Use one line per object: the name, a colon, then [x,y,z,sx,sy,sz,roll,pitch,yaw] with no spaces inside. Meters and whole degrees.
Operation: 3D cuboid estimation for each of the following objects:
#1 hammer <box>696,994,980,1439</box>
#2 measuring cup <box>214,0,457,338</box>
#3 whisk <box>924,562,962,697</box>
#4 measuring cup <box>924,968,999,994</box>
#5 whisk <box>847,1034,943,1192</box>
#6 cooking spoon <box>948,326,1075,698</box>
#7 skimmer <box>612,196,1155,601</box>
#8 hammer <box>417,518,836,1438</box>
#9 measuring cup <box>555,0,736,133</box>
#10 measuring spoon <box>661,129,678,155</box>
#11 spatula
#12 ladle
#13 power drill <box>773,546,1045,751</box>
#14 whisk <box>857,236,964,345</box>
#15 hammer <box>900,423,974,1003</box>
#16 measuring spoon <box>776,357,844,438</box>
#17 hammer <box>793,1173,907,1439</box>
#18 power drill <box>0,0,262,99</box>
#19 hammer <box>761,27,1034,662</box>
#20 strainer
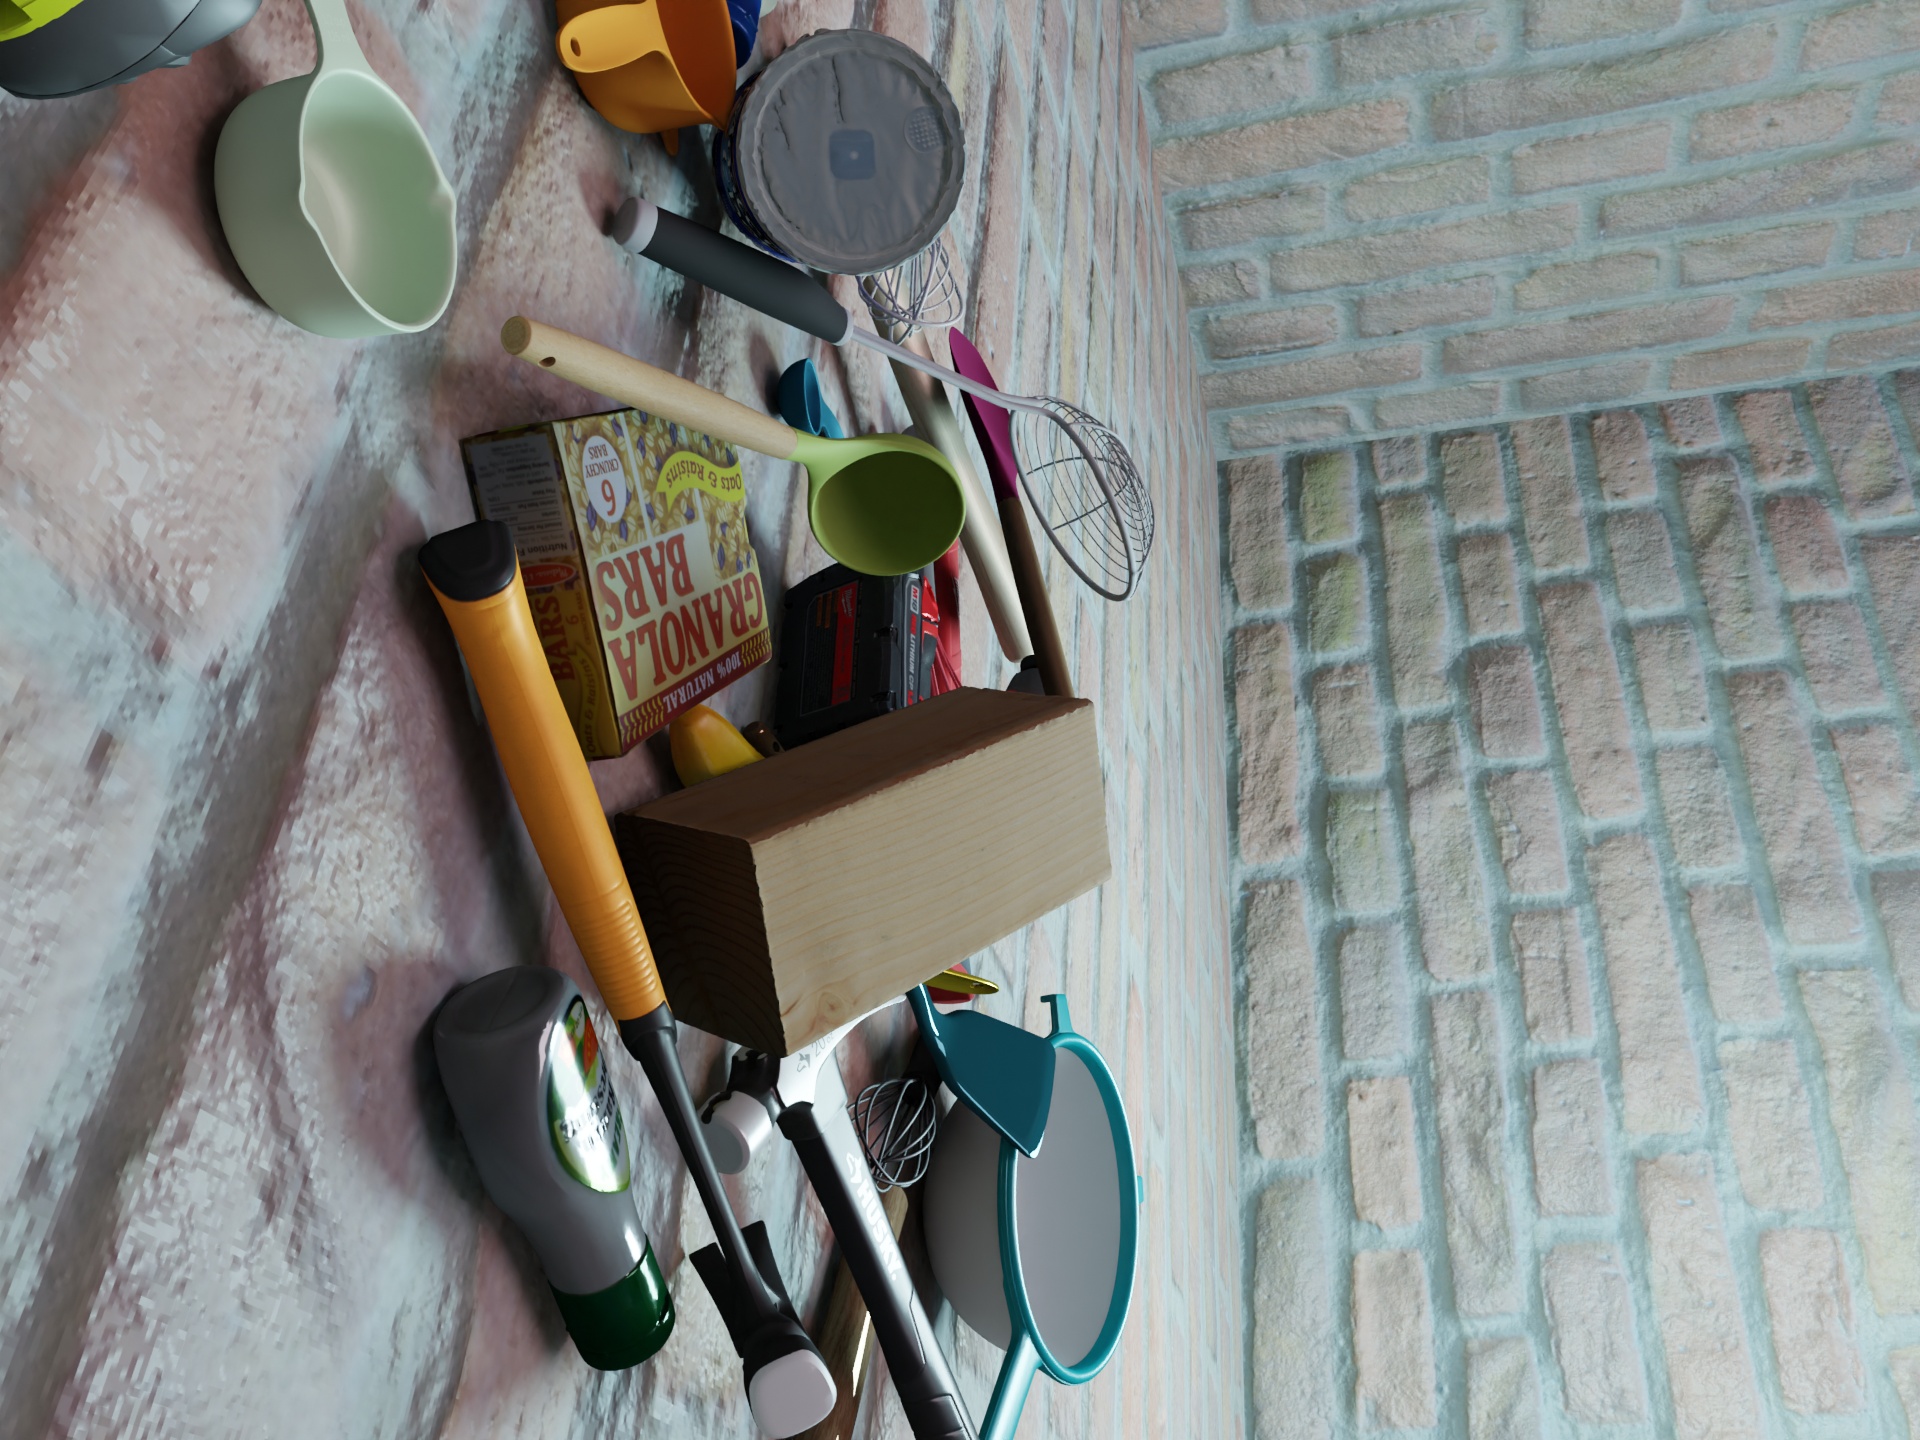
hammer: [-0.027,0.290,0.774,0.146,0.035,0.334,-44,118,-57]
measuring cup: [-0.196,-0.194,0.461,0.083,0.038,0.167,-57,137,-67]
whisk: [-0.022,-0.045,1.010,0.073,0.073,0.296,43,37,-68]
measuring cup: [-0.035,0.113,0.818,0.156,0.062,0.029,25,52,-41]
whisk: [-0.028,0.214,0.927,0.239,0.055,0.055,-33,116,-79]
cooking spoon: [0.034,-0.109,0.953,0.068,0.017,0.319,32,39,-54]
skimmer: [-0.029,-0.154,0.816,0.363,0.090,0.127,16,23,-41]
hammer: [-0.122,0.090,0.579,0.127,0.034,0.336,27,-44,68]
measuring cup: [-0.146,-0.280,0.651,0.174,0.052,0.095,-65,147,-59]
measuring spoon: [-0.149,-0.323,0.740,0.021,0.011,0.116,-67,151,-60]
spatula: [-0.030,0.117,0.864,0.317,0.044,0.082,61,30,-34]
ladle: [-0.082,-0.111,0.666,0.062,0.078,0.320,66,19,11]
power drill: [-0.001,-0.003,0.895,0.219,0.078,0.143,32,51,-45]
whisk: [-0.026,-0.288,0.908,0.247,0.059,0.057,-90,-163,-47]
hammer: [-0.007,0.000,1.089,0.143,0.038,0.386,49,38,-68]
measuring spoon: [-0.085,-0.170,0.914,0.128,0.021,0.042,54,33,-79]
hammer: [-0.068,0.355,0.744,0.332,0.031,0.130,-74,153,-55]
power drill: [-0.230,-0.240,0.278,0.228,0.080,0.191,31,55,-68]
hammer: [-0.027,-0.206,0.985,0.146,0.038,0.410,-75,147,-54]
strainer: [0.016,0.343,0.962,0.210,0.095,0.341,67,30,-28]
